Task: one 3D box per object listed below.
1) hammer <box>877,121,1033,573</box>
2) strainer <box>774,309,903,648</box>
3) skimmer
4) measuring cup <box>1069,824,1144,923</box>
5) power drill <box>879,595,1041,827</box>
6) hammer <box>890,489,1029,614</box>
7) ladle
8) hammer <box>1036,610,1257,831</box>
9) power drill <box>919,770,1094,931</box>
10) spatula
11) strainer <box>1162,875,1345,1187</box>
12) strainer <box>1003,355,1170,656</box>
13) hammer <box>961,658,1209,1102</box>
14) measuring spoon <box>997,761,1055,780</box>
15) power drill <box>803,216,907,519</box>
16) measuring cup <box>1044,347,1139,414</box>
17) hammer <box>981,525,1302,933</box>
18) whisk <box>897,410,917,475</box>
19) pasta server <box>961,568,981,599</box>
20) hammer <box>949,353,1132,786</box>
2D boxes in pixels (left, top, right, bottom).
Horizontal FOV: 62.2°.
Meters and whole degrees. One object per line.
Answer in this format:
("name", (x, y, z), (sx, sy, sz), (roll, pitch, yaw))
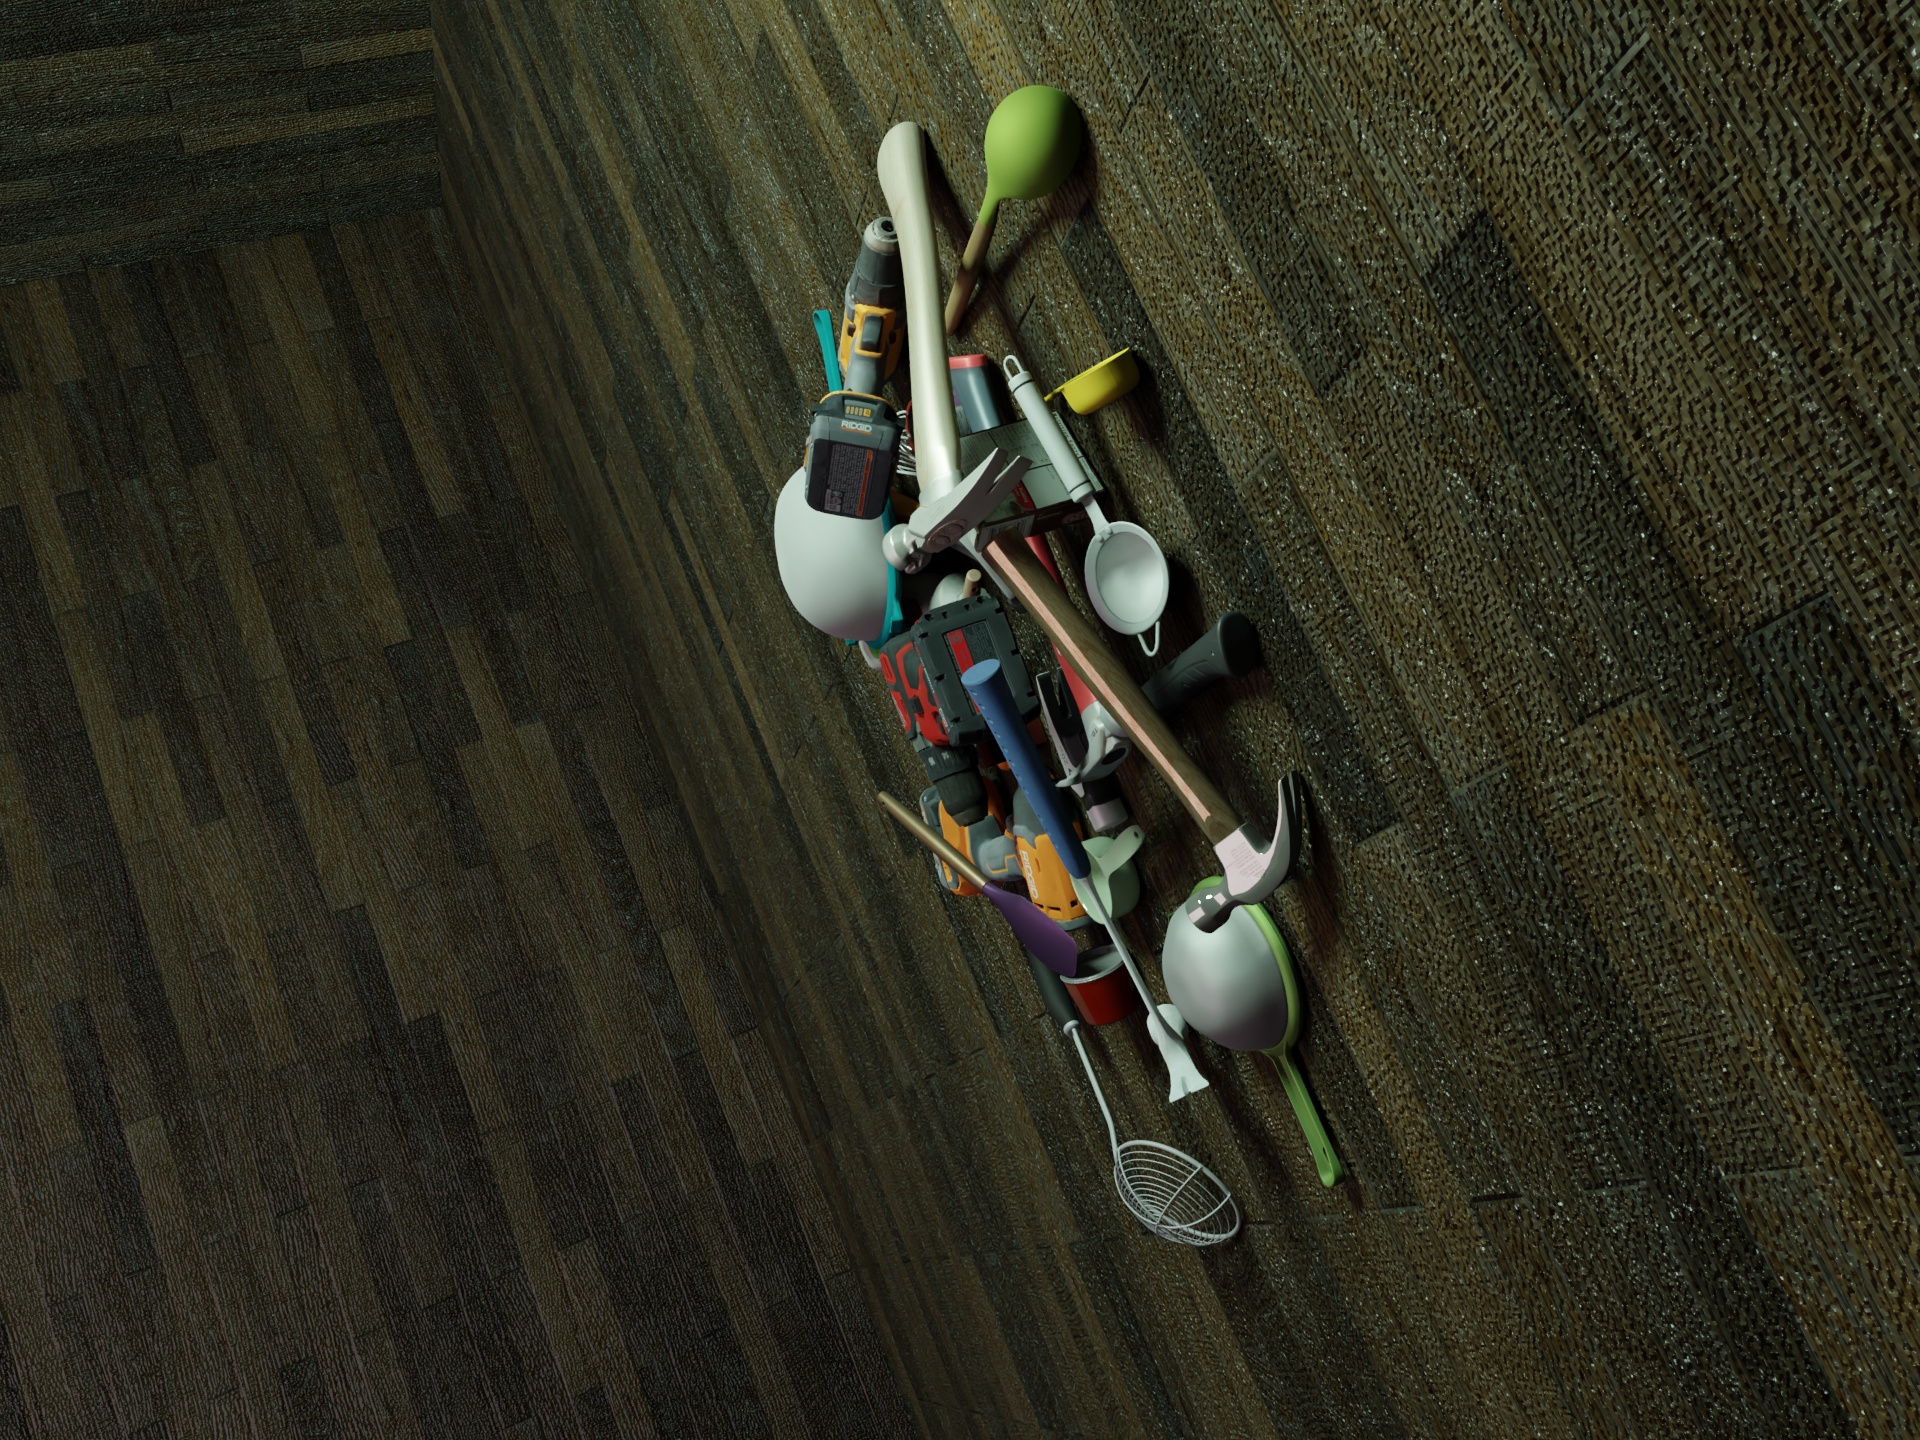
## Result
("hammer", (-0.022, -0.323, 1.255), (0.146, 0.038, 0.411), (-36, 51, 44))
("strainer", (-0.143, -0.233, 1.572), (0.211, 0.095, 0.340), (175, 85, -72))
("skimmer", (0.157, 0.343, 1.549), (0.127, 0.090, 0.364), (91, 162, -46))
("measuring cup", (0.142, 0.122, 1.393), (0.083, 0.038, 0.167), (64, 156, 18))
("power drill", (-0.002, -0.004, 1.400), (0.226, 0.080, 0.188), (145, 105, -74))
("hammer", (-0.032, -0.190, 1.519), (0.127, 0.034, 0.337), (47, 175, -29))
("ladle", (0.028, -0.387, 1.264), (0.320, 0.062, 0.078), (127, 127, -73))
("hammer", (0.147, -0.017, 1.268), (0.146, 0.035, 0.334), (67, 158, 10))
("power drill", (0.046, 0.109, 1.561), (0.226, 0.084, 0.164), (9, 116, 62))
("spatula", (0.011, 0.152, 1.549), (0.316, 0.018, 0.059), (38, 138, 42))
("strainer", (0.222, 0.252, 1.255), (0.256, 0.069, 0.151), (67, 159, 15))
("strainer", (0.099, -0.168, 1.212), (0.087, 0.050, 0.258), (-35, 82, 50))
("hammer", (0.105, 0.134, 1.295), (0.405, 0.035, 0.144), (62, -174, -18))
("measuring spoon", (0.062, 0.048, 1.561), (0.117, 0.011, 0.021), (19, 124, 64))
("power drill", (-0.084, -0.319, 1.428), (0.185, 0.084, 0.226), (108, 170, -59))
("measuring cup", (0.094, -0.247, 1.205), (0.029, 0.062, 0.156), (60, 172, -8))
("hammer", (0.128, -0.009, 1.167), (0.130, 0.031, 0.331), (-43, 80, 33))
("whisk", (-0.010, -0.229, 1.467), (0.247, 0.057, 0.059), (40, 113, 47))
("pasta server", (-0.002, -0.059, 1.517), (0.316, 0.060, 0.040), (99, 154, -62))
("hammer", (0.056, -0.136, 1.326), (0.143, 0.038, 0.387), (120, 134, -61))
